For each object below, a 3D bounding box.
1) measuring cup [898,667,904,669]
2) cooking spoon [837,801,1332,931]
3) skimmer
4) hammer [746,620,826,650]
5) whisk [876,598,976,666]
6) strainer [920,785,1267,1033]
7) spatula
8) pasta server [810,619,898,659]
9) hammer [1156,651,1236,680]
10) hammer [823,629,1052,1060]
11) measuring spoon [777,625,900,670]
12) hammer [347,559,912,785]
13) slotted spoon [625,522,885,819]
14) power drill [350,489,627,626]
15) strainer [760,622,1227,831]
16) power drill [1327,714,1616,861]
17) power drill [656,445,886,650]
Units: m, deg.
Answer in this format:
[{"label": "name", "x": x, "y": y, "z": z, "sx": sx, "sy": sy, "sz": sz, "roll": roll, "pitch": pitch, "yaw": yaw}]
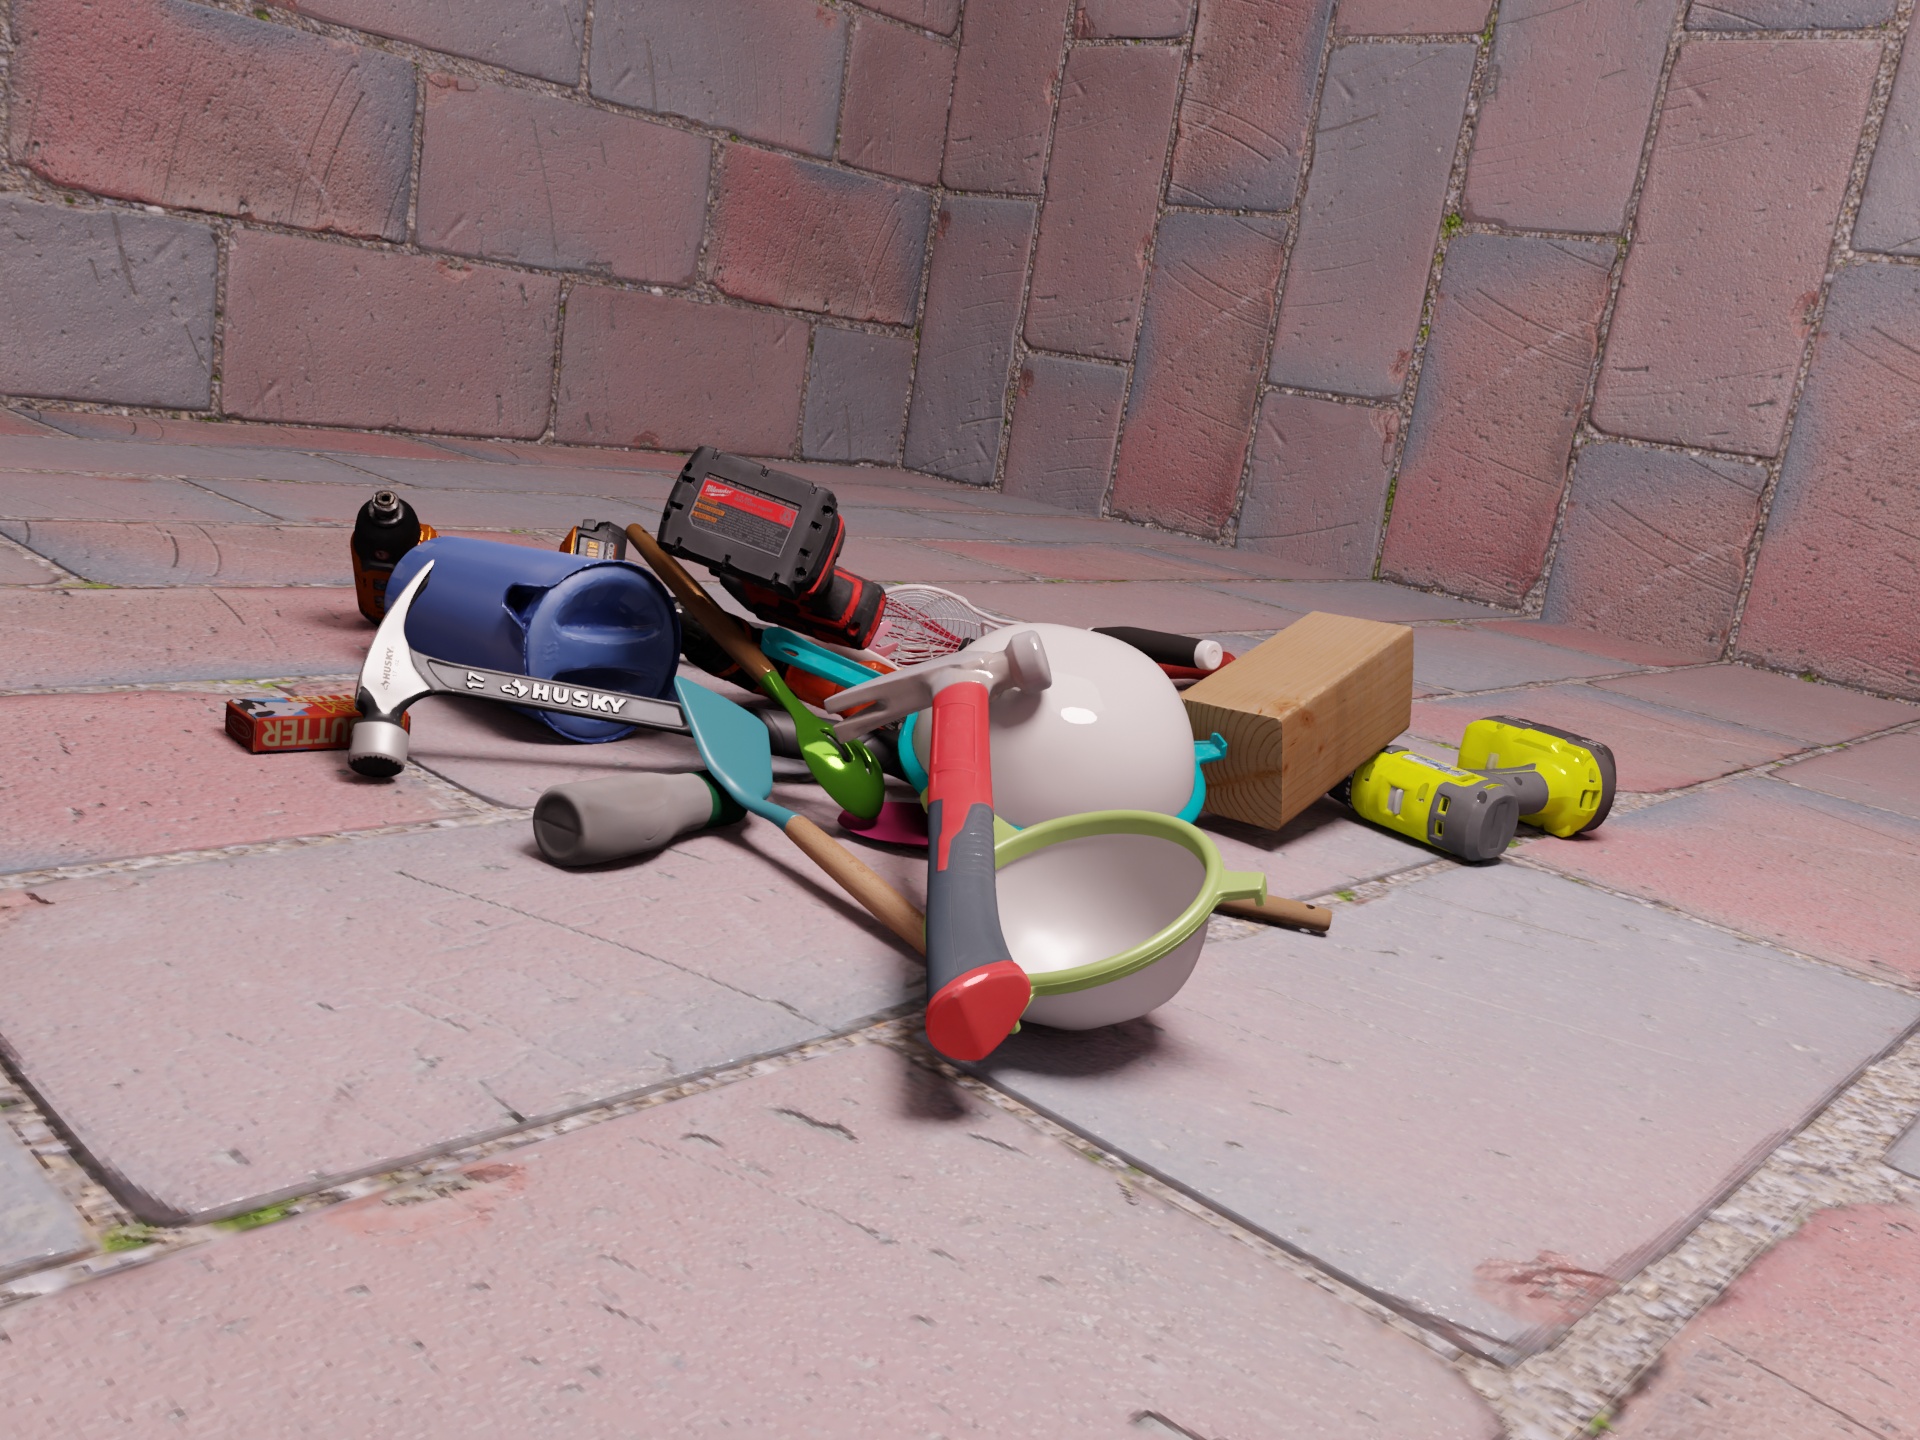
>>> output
[{"label": "measuring cup", "x": -0.002, "y": -0.004, "z": 1.302, "sx": 0.174, "sy": 0.052, "sz": 0.095, "roll": 17, "pitch": 15, "yaw": 37}, {"label": "cooking spoon", "x": 0.075, "y": 0.092, "z": 1.010, "sx": 0.319, "sy": 0.017, "sz": 0.069, "roll": 11, "pitch": 20, "yaw": 12}, {"label": "skimmer", "x": 0.050, "y": -0.050, "z": 1.303, "sx": 0.363, "sy": 0.127, "sz": 0.090, "roll": 11, "pitch": 55, "yaw": 46}, {"label": "hammer", "x": -0.252, "y": -0.093, "z": 1.551, "sx": 0.335, "sy": 0.035, "sz": 0.146, "roll": 14, "pitch": 13, "yaw": 20}, {"label": "whisk", "x": -0.010, "y": -0.069, "z": 1.500, "sx": 0.296, "sy": 0.073, "sz": 0.073, "roll": 14, "pitch": 13, "yaw": 38}, {"label": "strainer", "x": 0.041, "y": 0.097, "z": 0.834, "sx": 0.151, "sy": 0.069, "sz": 0.257, "roll": -24, "pitch": 23, "yaw": -16}, {"label": "spatula", "x": -0.078, "y": 0.063, "z": 0.920, "sx": 0.082, "sy": 0.044, "sz": 0.318, "roll": 32, "pitch": 1, "yaw": -44}, {"label": "pasta server", "x": -0.198, "y": -0.074, "z": 1.413, "sx": 0.316, "sy": 0.060, "sz": 0.040, "roll": 5, "pitch": 39, "yaw": 32}, {"label": "hammer", "x": 0.173, "y": -0.053, "z": 1.615, "sx": 0.149, "sy": 0.037, "sz": 0.359, "roll": -6, "pitch": -2, "yaw": 36}, {"label": "hammer", "x": -0.015, "y": 0.053, "z": 0.833, "sx": 0.143, "sy": 0.038, "sz": 0.387, "roll": -17, "pitch": 23, "yaw": 8}, {"label": "measuring spoon", "x": -0.102, "y": -0.057, "z": 1.319, "sx": 0.124, "sy": 0.034, "sz": 0.018, "roll": 26, "pitch": 37, "yaw": 17}, {"label": "hammer", "x": -0.195, "y": -0.006, "z": 1.086, "sx": 0.408, "sy": 0.149, "sz": 0.036, "roll": 10, "pitch": -30, "yaw": -23}, {"label": "slotted spoon", "x": -0.147, "y": -0.045, "z": 1.094, "sx": 0.314, "sy": 0.031, "sz": 0.070, "roll": 45, "pitch": 19, "yaw": 30}, {"label": "power drill", "x": -0.406, "y": -0.133, "z": 1.368, "sx": 0.226, "sy": 0.084, "sz": 0.164, "roll": 7, "pitch": -29, "yaw": -12}, {"label": "strainer", "x": 0.012, "y": -0.029, "z": 1.082, "sx": 0.340, "sy": 0.095, "sz": 0.211, "roll": 23, "pitch": 33, "yaw": 19}, {"label": "power drill", "x": 0.405, "y": 0.047, "z": 1.301, "sx": 0.228, "sy": 0.080, "sz": 0.191, "roll": -5, "pitch": 19, "yaw": -38}, {"label": "power drill", "x": -0.140, "y": -0.118, "z": 1.174, "sx": 0.143, "sy": 0.078, "sz": 0.219, "roll": 21, "pitch": -9, "yaw": 10}]
